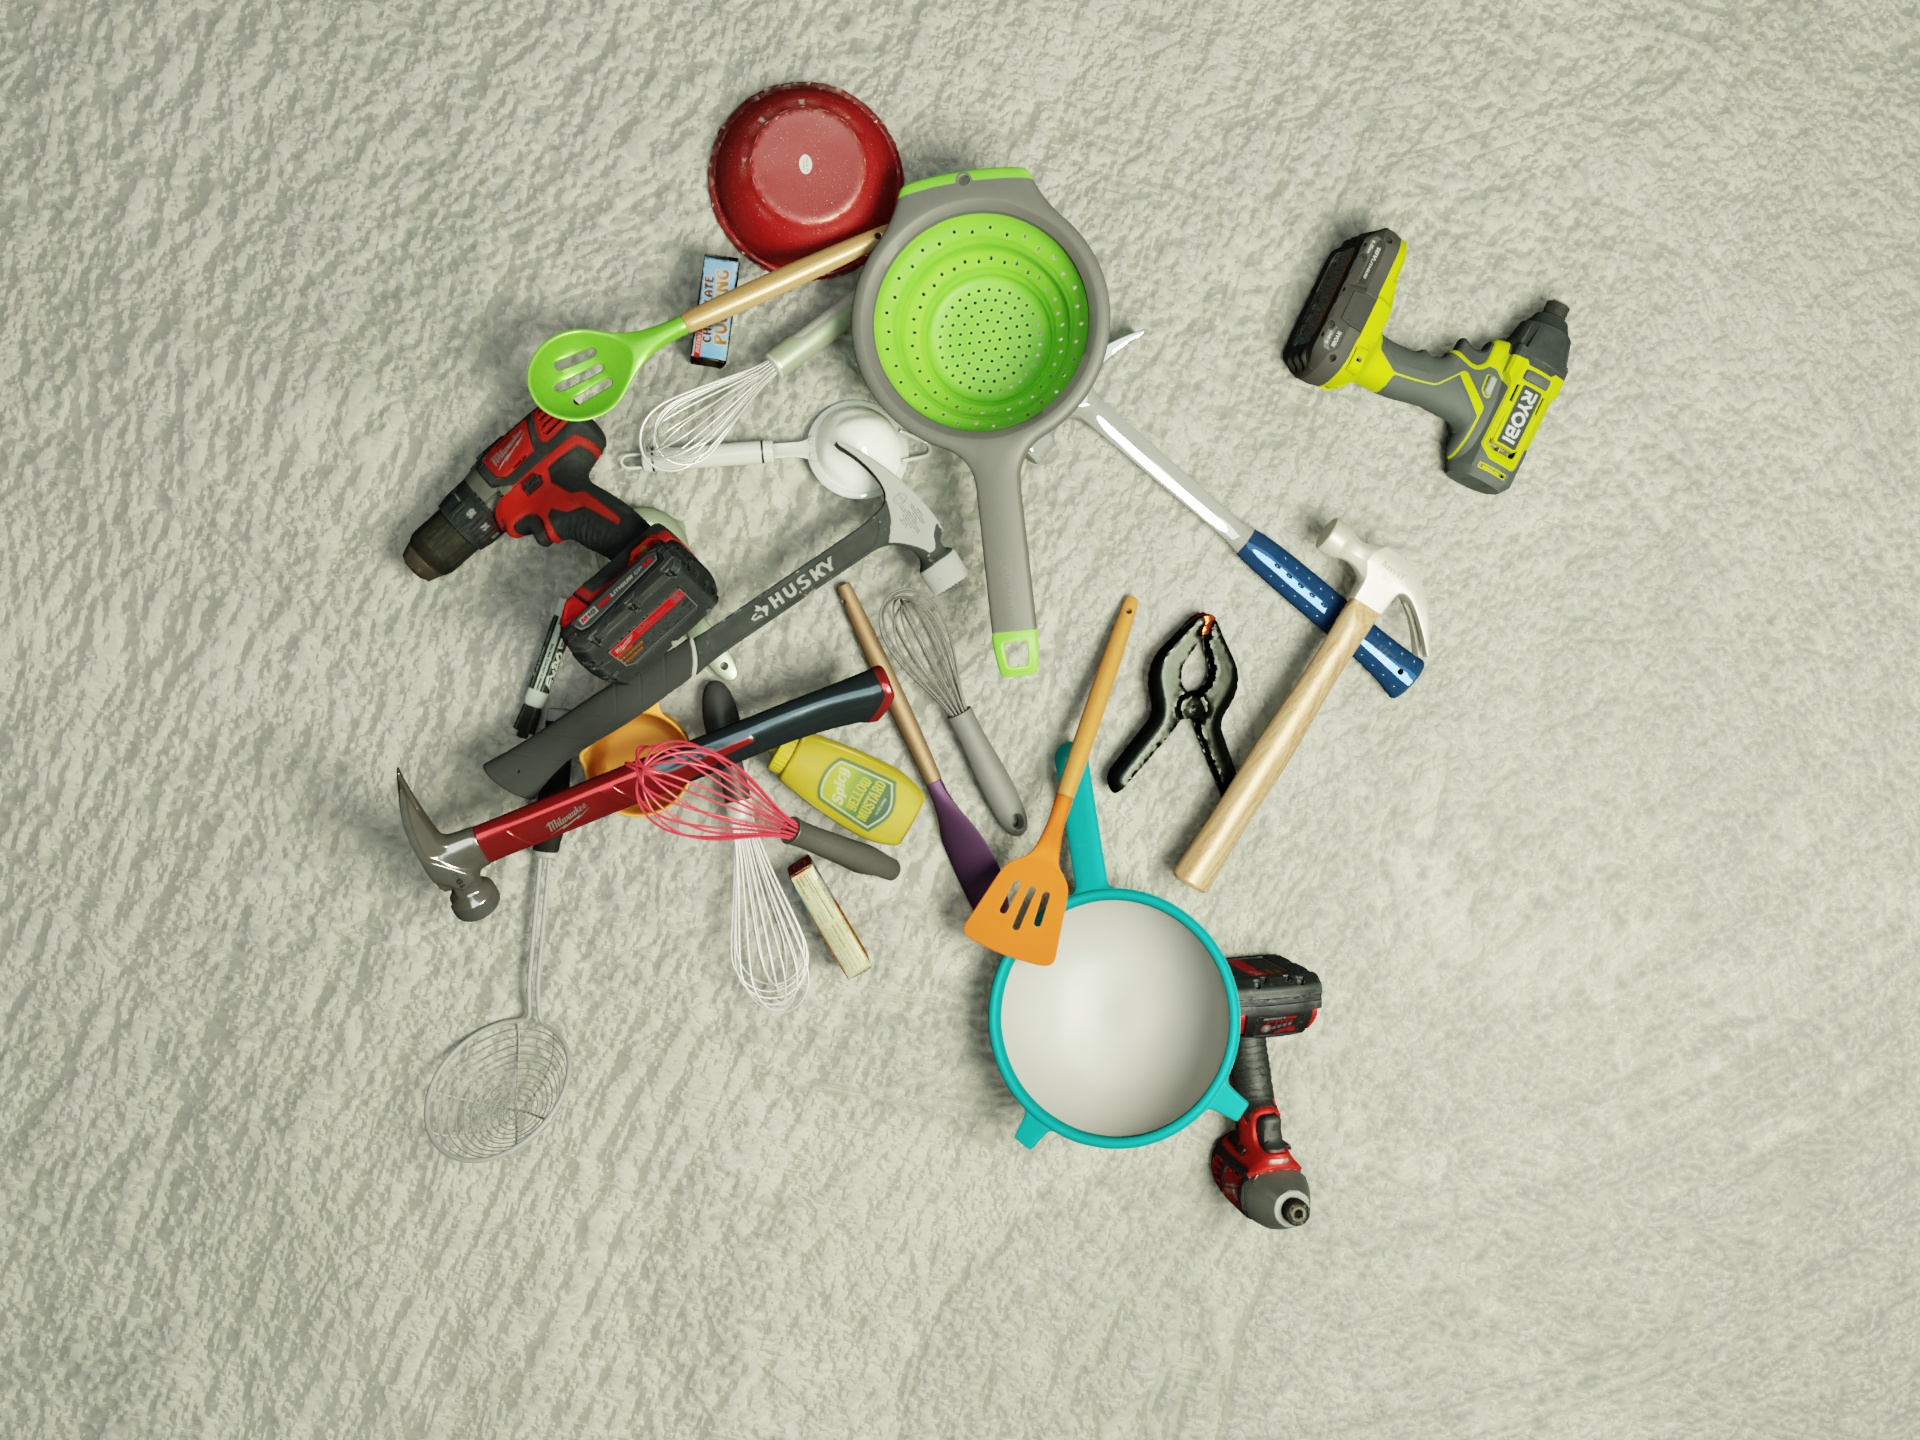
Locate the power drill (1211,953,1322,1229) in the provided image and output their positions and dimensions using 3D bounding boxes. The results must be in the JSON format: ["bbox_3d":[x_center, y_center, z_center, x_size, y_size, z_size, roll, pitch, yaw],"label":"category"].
[{"bbox_3d":[0.258,0.319,1.356,0.078,0.143,0.219,-3,93,-10],"label":"power drill"}]

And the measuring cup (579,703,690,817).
[{"bbox_3d":[-0.258,-0.009,1.310,0.095,0.052,0.173,7,92,-8],"label":"measuring cup"}]

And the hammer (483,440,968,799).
[{"bbox_3d":[-0.200,-0.066,1.270,0.409,0.036,0.149,-34,97,-4],"label":"hammer"}]

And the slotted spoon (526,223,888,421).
[{"bbox_3d":[-0.193,-0.321,1.252,0.314,0.031,0.070,-27,99,-7],"label":"slotted spoon"}]

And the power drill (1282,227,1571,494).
[{"bbox_3d":[0.405,-0.316,1.355,0.223,0.080,0.171,25,92,-12],"label":"power drill"}]

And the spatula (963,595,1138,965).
[{"bbox_3d":[0.093,0.044,1.339,0.081,0.041,0.323,21,76,-2],"label":"spatula"}]

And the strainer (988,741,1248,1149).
[{"bbox_3d":[0.127,0.190,1.361,0.211,0.095,0.340,-12,74,15],"label":"strainer"}]

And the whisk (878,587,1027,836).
[{"bbox_3d":[-0.003,-0.004,1.345,0.055,0.055,0.239,-29,102,-4],"label":"whisk"}]

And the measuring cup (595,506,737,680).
[{"bbox_3d":[-0.236,-0.101,1.310,0.083,0.038,0.167,-35,96,-3],"label":"measuring cup"}]

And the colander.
[{"bbox_3d":[0.029,-0.234,1.290,0.204,0.094,0.397,-6,92,7],"label":"colander"}]

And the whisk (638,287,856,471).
[{"bbox_3d":[-0.158,-0.284,1.290,0.246,0.058,0.059,-40,129,-13],"label":"whisk"}]

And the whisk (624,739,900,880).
[{"bbox_3d":[-0.148,0.082,1.262,0.295,0.073,0.073,28,91,-45],"label":"whisk"}]

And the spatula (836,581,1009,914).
[{"bbox_3d":[-0.032,0.028,1.348,0.018,0.060,0.316,-28,94,-39],"label":"spatula"}]

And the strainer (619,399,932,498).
[{"bbox_3d":[-0.151,-0.222,1.312,0.258,0.050,0.087,-5,80,-3],"label":"strainer"}]

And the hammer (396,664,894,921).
[{"bbox_3d":[-0.238,0.029,1.246,0.386,0.038,0.143,-22,129,-8],"label":"hammer"}]

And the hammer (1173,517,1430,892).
[{"bbox_3d":[0.284,0.002,1.355,0.130,0.031,0.331,31,93,-8],"label":"hammer"}]

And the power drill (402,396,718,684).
[{"bbox_3d":[-0.318,-0.130,1.243,0.188,0.080,0.227,-42,66,-2],"label":"power drill"}]

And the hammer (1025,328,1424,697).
[{"bbox_3d":[0.240,-0.166,1.365,0.405,0.035,0.144,39,90,-9],"label":"hammer"}]

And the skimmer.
[{"bbox_3d":[-0.361,0.170,1.293,0.127,0.090,0.363,7,92,24],"label":"skimmer"}]

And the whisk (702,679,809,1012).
[{"bbox_3d":[-0.179,0.106,1.330,0.070,0.070,0.284,-12,91,-6],"label":"whisk"}]
